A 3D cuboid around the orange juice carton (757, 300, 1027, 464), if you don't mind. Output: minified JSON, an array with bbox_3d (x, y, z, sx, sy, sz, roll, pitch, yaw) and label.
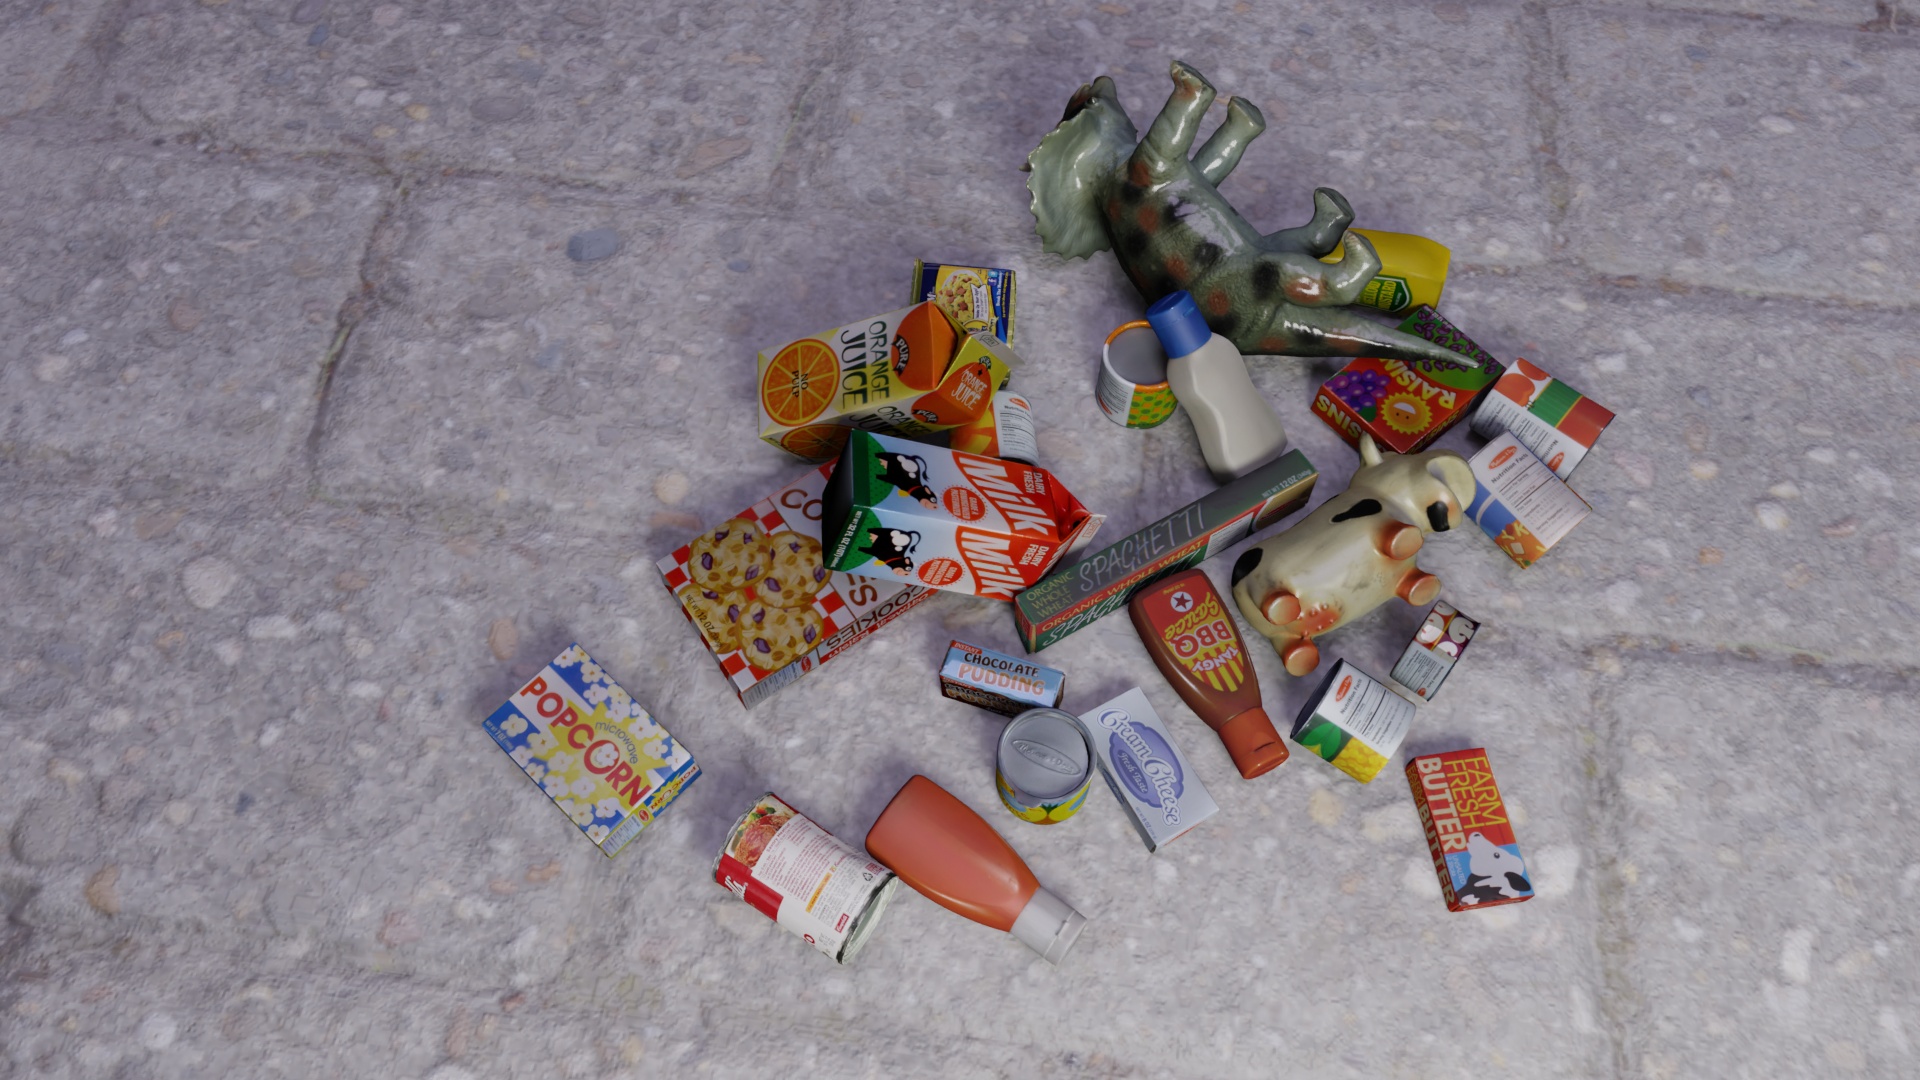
[{"bbox_3d":[-0.051,-0.118,1.022,0.192,0.072,0.073,-12,70,24],"label":"orange juice carton"}]

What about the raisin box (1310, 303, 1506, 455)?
[{"bbox_3d":[0.350,-0.118,1.088,0.124,0.040,0.086,-36,68,-18],"label":"raisin box"}]

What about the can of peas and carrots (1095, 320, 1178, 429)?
[{"bbox_3d":[0.143,-0.130,1.084,0.071,0.058,0.071,0,63,0],"label":"can of peas and carrots"}]

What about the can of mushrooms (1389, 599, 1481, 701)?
[{"bbox_3d":[0.333,0.075,0.972,0.033,0.070,0.071,33,67,17],"label":"can of mushrooms"}]

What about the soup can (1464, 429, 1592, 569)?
[{"bbox_3d":[0.410,-0.029,1.026,0.071,0.071,0.084,-36,72,-17],"label":"soup can"}]

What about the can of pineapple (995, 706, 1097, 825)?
[{"bbox_3d":[0.055,0.154,0.935,0.071,0.057,0.071,0,62,0],"label":"can of pineapple"}]

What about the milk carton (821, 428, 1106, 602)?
[{"bbox_3d":[0.003,-0.012,0.980,0.191,0.072,0.074,11,47,-19],"label":"milk carton"}]

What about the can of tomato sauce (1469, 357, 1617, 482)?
[{"bbox_3d":[0.444,-0.092,1.059,0.083,0.071,0.071,37,69,18],"label":"can of tomato sauce"}]

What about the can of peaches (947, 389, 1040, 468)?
[{"bbox_3d":[0.023,-0.071,1.051,0.071,0.071,0.058,-6,63,-3],"label":"can of peaches"}]

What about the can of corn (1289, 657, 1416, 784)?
[{"bbox_3d":[0.266,0.124,0.946,0.058,0.071,0.071,33,67,9],"label":"can of corn"}]

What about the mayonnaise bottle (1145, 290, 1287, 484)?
[{"bbox_3d":[0.188,-0.116,1.039,0.065,0.041,0.147,-41,111,-22],"label":"mayonnaise bottle"}]

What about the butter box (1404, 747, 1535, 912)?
[{"bbox_3d":[0.341,0.194,0.933,0.053,0.024,0.104,-8,63,-5],"label":"butter box"}]

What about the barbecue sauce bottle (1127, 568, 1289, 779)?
[{"bbox_3d":[0.178,0.094,0.974,0.065,0.043,0.149,-22,65,-12],"label":"barbecue sauce bottle"}]

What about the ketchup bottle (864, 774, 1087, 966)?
[{"bbox_3d":[0.012,0.219,0.909,0.149,0.043,0.065,33,68,16],"label":"ketchup bottle"}]

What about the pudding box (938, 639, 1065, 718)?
[{"bbox_3d":[0.029,0.100,0.968,0.084,0.049,0.030,17,65,9],"label":"pudding box"}]

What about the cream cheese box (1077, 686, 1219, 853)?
[{"bbox_3d":[0.126,0.156,0.953,0.053,0.024,0.104,-26,66,-14],"label":"cream cheese box"}]

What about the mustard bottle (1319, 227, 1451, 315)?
[{"bbox_3d":[0.312,-0.224,1.133,0.160,0.065,0.049,12,65,14],"label":"mustard bottle"}]

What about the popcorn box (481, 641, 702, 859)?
[{"bbox_3d":[-0.253,0.142,0.952,0.127,0.038,0.085,40,69,18],"label":"popcorn box"}]

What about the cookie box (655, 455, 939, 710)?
[{"bbox_3d":[-0.117,0.026,1.012,0.168,0.040,0.123,-32,67,-16],"label":"cookie box"}]

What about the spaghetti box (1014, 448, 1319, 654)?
[{"bbox_3d":[0.150,0.007,1.016,0.251,0.050,0.029,-27,64,-13],"label":"spaghetti box"}]
